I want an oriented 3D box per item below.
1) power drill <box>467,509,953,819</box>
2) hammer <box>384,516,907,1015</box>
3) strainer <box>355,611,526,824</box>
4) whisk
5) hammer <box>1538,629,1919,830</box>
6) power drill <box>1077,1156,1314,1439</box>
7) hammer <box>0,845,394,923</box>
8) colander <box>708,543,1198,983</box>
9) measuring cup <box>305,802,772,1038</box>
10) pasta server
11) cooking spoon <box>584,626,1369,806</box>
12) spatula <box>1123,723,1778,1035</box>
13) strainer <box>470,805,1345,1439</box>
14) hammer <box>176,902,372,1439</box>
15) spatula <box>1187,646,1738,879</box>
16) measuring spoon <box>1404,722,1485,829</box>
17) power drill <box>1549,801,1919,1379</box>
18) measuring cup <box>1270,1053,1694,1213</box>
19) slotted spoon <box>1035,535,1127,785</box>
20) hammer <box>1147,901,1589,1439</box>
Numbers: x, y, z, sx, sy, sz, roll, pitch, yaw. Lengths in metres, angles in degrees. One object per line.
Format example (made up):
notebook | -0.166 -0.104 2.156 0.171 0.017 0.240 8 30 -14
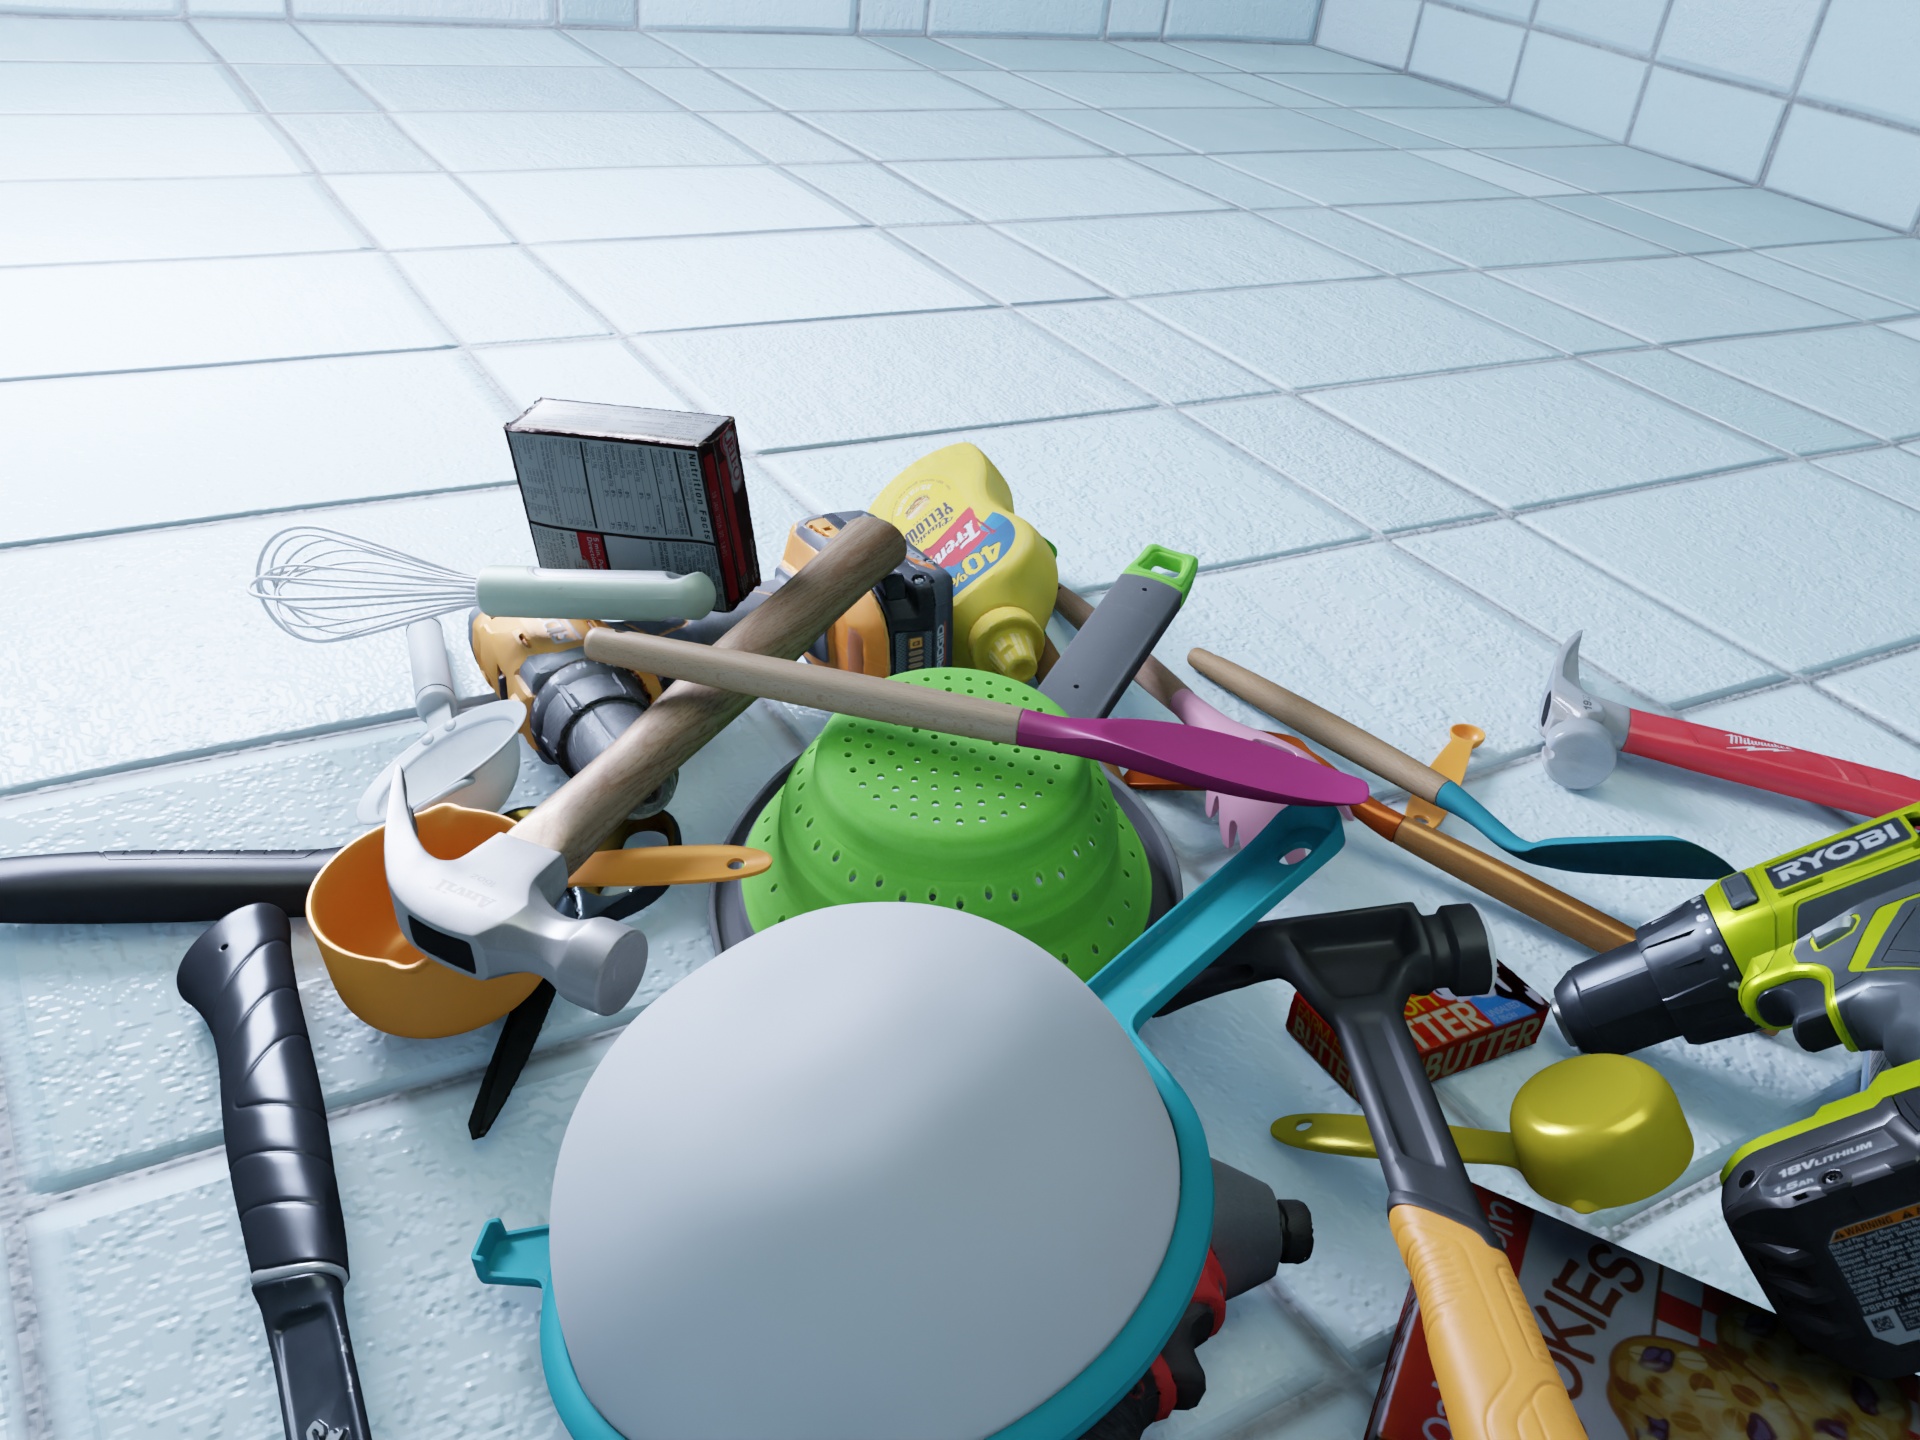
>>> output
power drill | -0.114 -0.029 0.798 0.226 0.084 0.186 -15 34 -26
hammer | -0.111 -0.007 0.669 0.130 0.031 0.331 16 37 18
strainer | -0.249 -0.003 0.764 0.087 0.050 0.259 -32 33 -5
whisk | -0.232 -0.063 0.761 0.246 0.059 0.058 2 12 14
hammer | 0.519 0.037 0.876 0.386 0.038 0.143 16 31 13
power drill | 0.055 0.211 0.467 0.143 0.078 0.220 3 29 -7
hammer | -0.386 0.067 0.636 0.331 0.033 0.128 0 32 -13
colander | 0.031 -0.003 0.719 0.204 0.094 0.397 20 44 18
measuring cup | -0.159 0.078 0.618 0.173 0.052 0.095 -4 35 -6
pasta server | 0.108 -0.014 0.848 0.060 0.040 0.316 -25 28 -8
cooking spoon | -0.001 -0.002 0.625 0.319 0.017 0.069 11 15 12
spatula | 0.234 0.071 0.776 0.323 0.041 0.081 29 39 23
strainer | 0.010 0.088 0.506 0.340 0.095 0.211 -34 32 -30
hammer | -0.189 0.176 0.471 0.149 0.036 0.409 -32 39 -10
spatula | 0.237 0.018 0.824 0.082 0.044 0.318 23 8 -46
measuring spoon | 0.259 0.033 0.854 0.021 0.011 0.117 17 37 24
power drill | 0.320 0.120 0.579 0.190 0.080 0.229 -28 13 22
measuring cup | 0.178 0.142 0.572 0.156 0.029 0.062 -8 21 39
slotted spoon | 0.051 -0.030 0.887 0.070 0.031 0.314 -20 38 -1
hammer | 0.139 0.168 0.460 0.127 0.034 0.337 -7 30 1
